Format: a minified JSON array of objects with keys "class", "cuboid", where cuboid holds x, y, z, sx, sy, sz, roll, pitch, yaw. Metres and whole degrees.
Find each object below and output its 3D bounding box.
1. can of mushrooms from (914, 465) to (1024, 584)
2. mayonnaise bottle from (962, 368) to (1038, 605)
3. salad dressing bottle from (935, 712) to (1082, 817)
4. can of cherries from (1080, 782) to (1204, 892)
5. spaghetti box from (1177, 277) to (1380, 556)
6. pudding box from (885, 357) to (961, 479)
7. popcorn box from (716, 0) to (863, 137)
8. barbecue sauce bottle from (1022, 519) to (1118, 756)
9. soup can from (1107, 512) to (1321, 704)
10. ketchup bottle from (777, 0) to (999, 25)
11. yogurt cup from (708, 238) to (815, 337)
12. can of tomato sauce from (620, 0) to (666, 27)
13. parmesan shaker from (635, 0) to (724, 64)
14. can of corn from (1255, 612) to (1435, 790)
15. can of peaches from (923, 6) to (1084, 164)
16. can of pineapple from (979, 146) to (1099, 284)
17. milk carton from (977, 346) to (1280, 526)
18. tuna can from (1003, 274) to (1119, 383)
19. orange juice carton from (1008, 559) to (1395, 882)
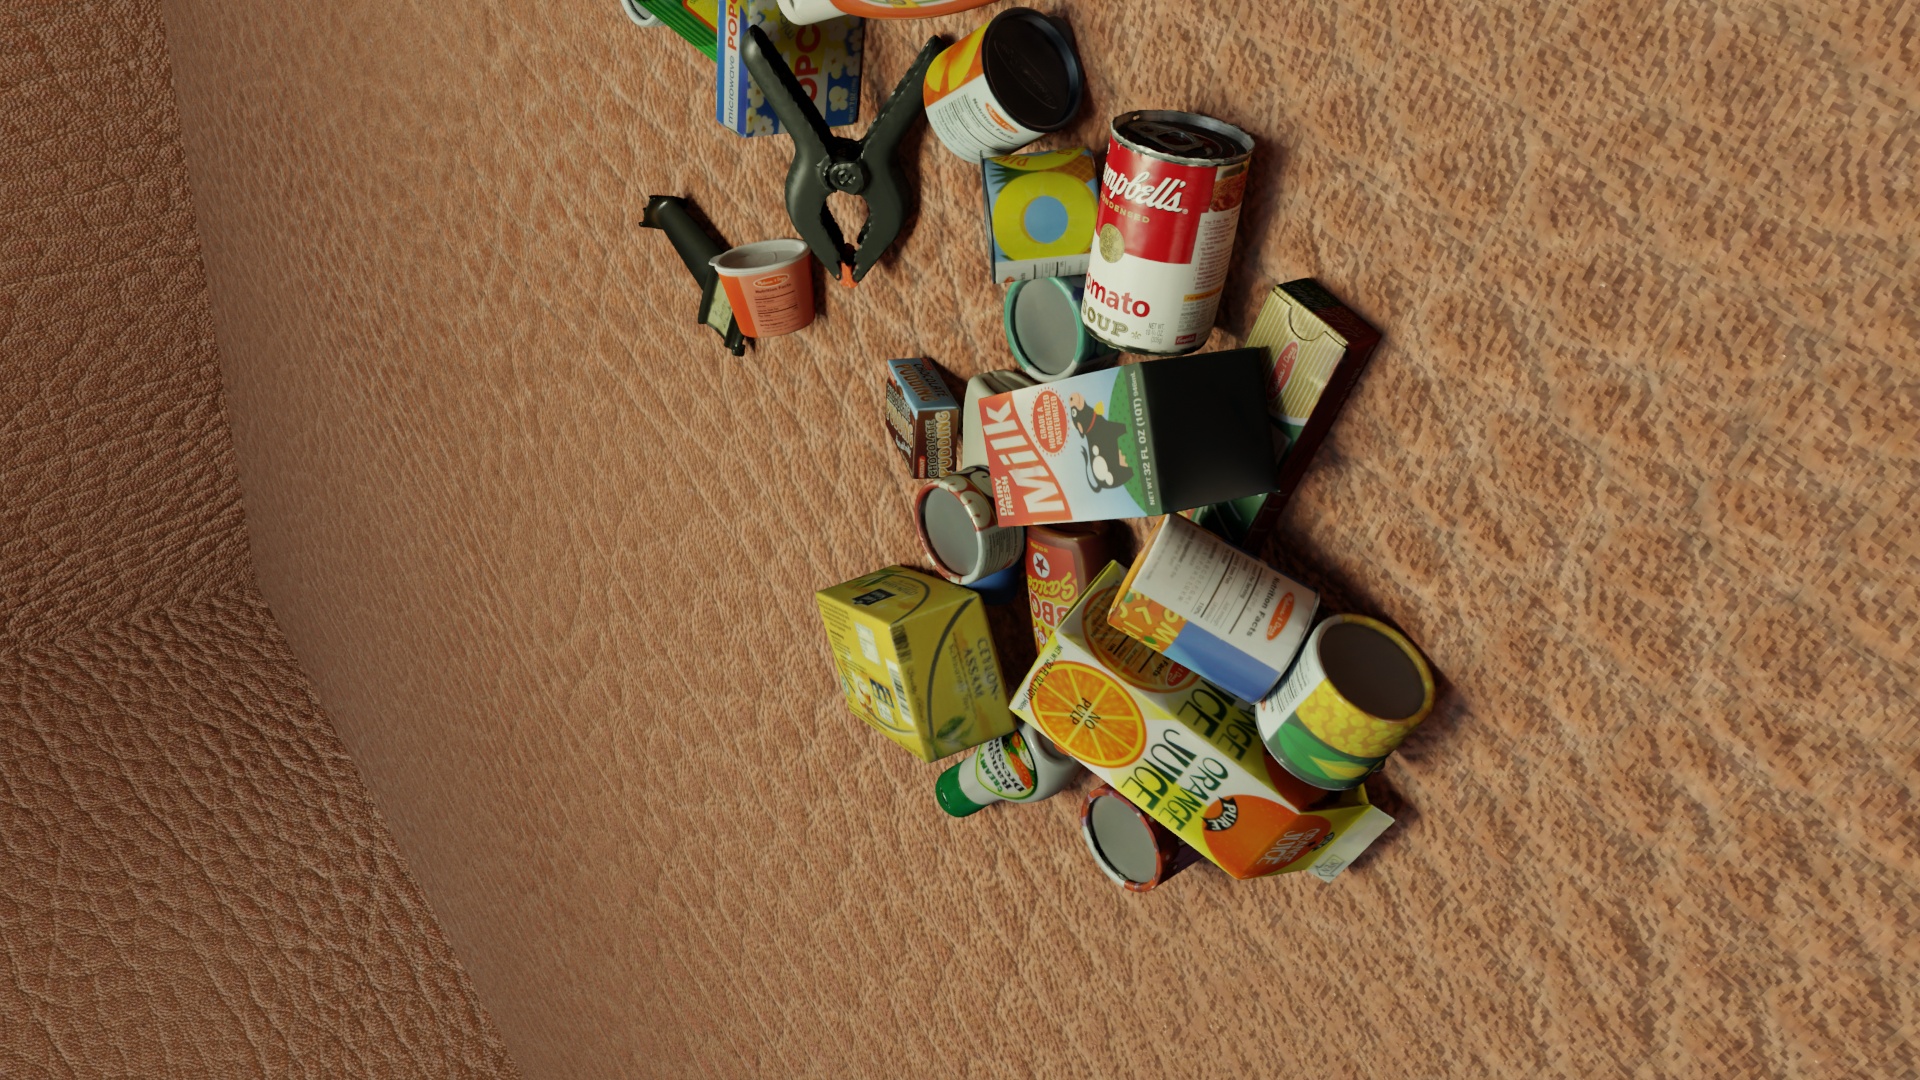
[{"class":"can of mushrooms","cuboid":[0.003,-0.010,0.830,0.071,0.033,0.070,31,132,42]},{"class":"mayonnaise bottle","cuboid":[0.025,-0.028,0.859,0.065,0.041,0.147,41,137,40]},{"class":"salad dressing bottle","cuboid":[0.030,0.152,0.936,0.147,0.044,0.064,-43,69,53]},{"class":"can of cherries","cuboid":[0.114,0.163,0.815,0.071,0.058,0.071,29,129,44]},{"class":"spaghetti box","cuboid":[0.138,-0.020,0.719,0.050,0.029,0.248,48,140,28]},{"class":"pudding box","cuboid":[-0.025,-0.079,0.884,0.084,0.030,0.049,-117,28,-56]},{"class":"popcorn box","cuboid":[-0.104,-0.317,0.852,0.038,0.085,0.126,39,134,38]},{"class":"barbecue sauce bottle","cuboid":[0.070,0.057,0.837,0.065,0.044,0.148,24,126,54]},{"class":"soup can","cuboid":[0.124,0.034,0.690,0.084,0.072,0.071,29,136,3]},{"class":"ketchup bottle","cuboid":[-0.037,-0.317,0.767,0.148,0.044,0.064,2,119,37]},{"class":"yogurt cup","cuboid":[-0.135,-0.178,0.983,0.072,0.073,0.053,23,132,46]},{"class":"can of tomato sauce","cuboid":[-0.179,-0.381,0.925,0.071,0.083,0.071,28,127,44]},{"class":"parmesan shaker","cuboid":[-0.152,-0.337,0.873,0.071,0.103,0.071,-11,69,32]},{"class":"can of corn","cuboid":[0.188,0.078,0.671,0.071,0.071,0.058,52,141,24]},{"class":"can of peaches","cuboid":[0.023,-0.241,0.737,0.058,0.071,0.071,-9,99,55]},{"class":"can of pineapple","cuboid":[0.042,-0.172,0.728,0.071,0.058,0.071,-26,-70,-89]},{"class":"milk carton","cuboid":[0.070,-0.049,0.716,0.190,0.074,0.072,-2,98,61]},{"class":"tuna can","cuboid":[0.056,-0.125,0.776,0.071,0.033,0.070,28,128,43]},{"class":"orange juice carton","cuboid":[0.129,0.105,0.728,0.193,0.073,0.071,36,136,10]}]
